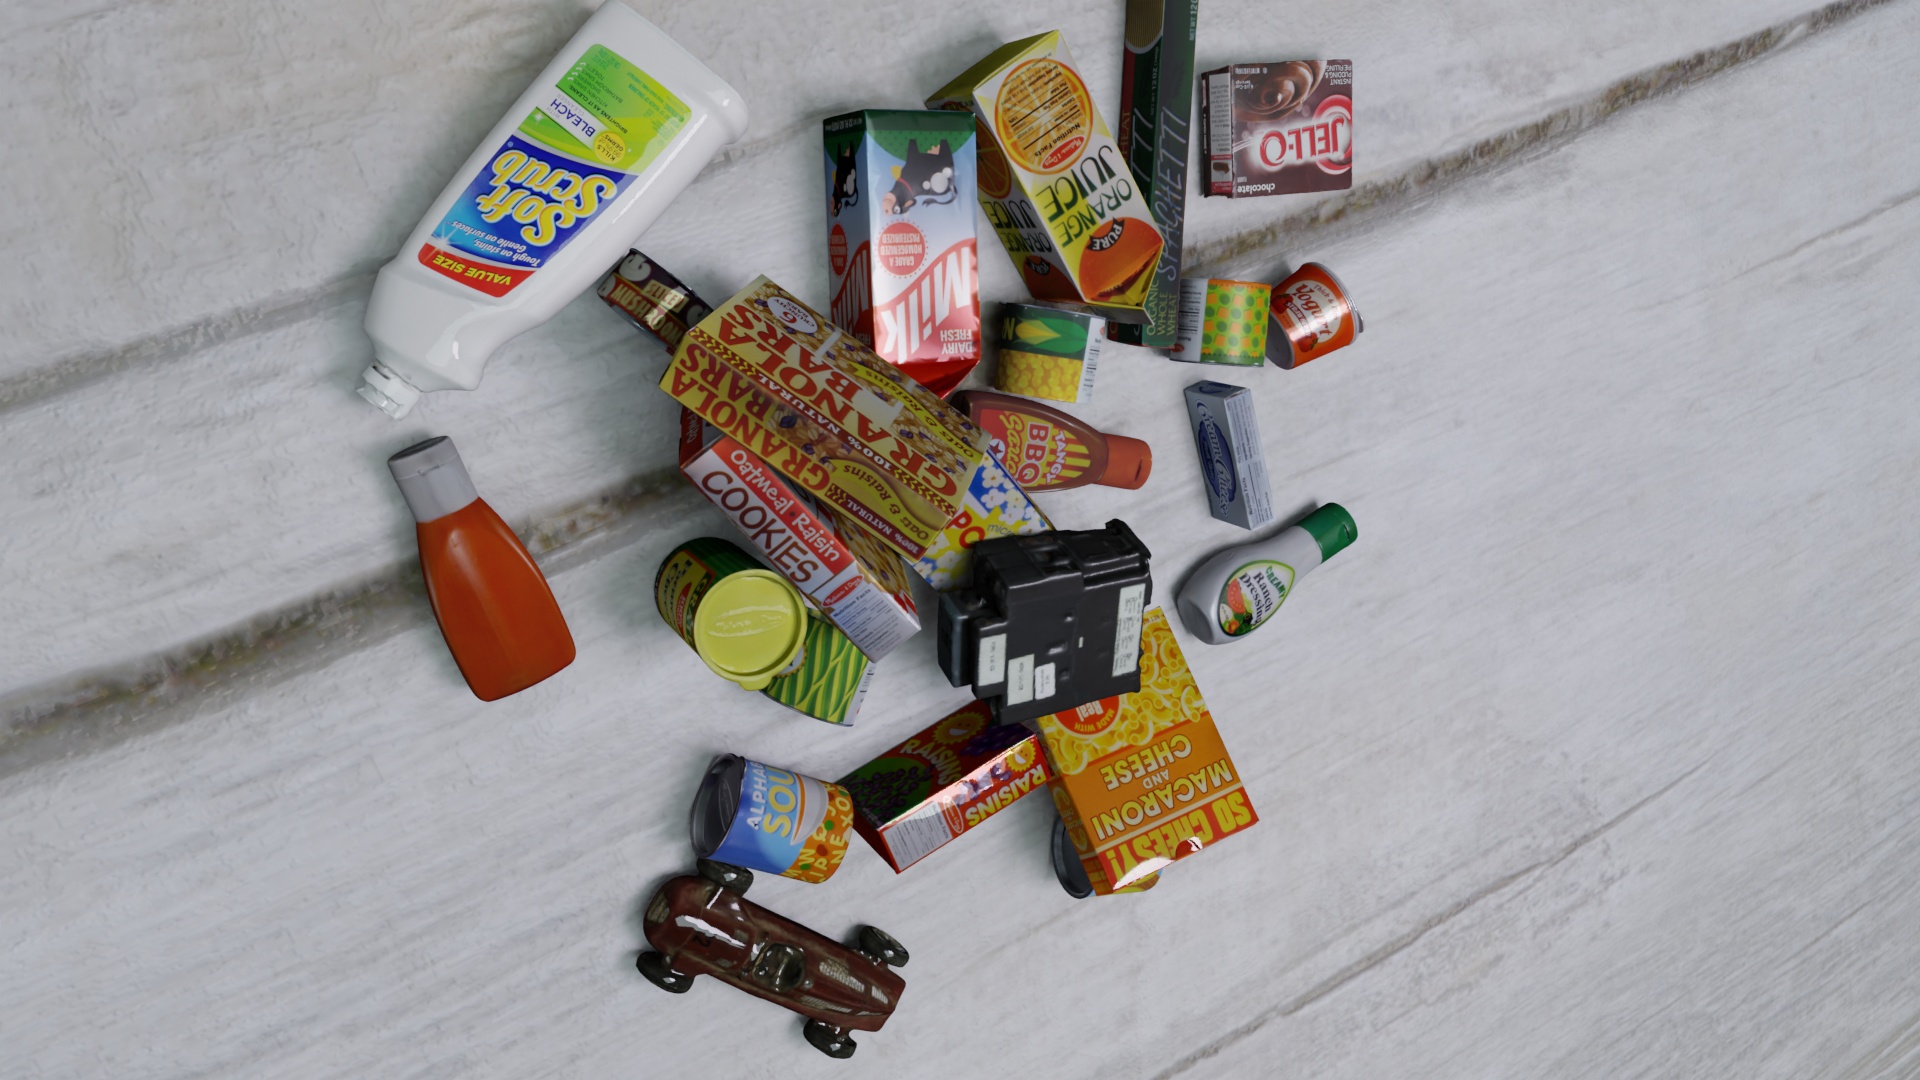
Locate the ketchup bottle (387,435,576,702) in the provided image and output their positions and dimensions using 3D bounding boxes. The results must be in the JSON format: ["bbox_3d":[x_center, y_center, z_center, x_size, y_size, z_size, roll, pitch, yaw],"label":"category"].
[{"bbox_3d":[-0.276,0.015,0.789,0.065,0.043,0.148,-27,111,-20],"label":"ketchup bottle"}]

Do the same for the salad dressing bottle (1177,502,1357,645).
[{"bbox_3d":[0.232,0.022,1.043,0.148,0.044,0.064,-32,114,-17],"label":"salad dressing bottle"}]

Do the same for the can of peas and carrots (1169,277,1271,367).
[{"bbox_3d":[0.183,-0.152,0.970,0.071,0.071,0.058,-1,101,-26],"label":"can of peas and carrots"}]

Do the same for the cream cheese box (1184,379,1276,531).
[{"bbox_3d":[0.195,-0.062,1.001,0.024,0.053,0.103,-22,110,-19],"label":"cream cheese box"}]

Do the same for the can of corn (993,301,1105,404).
[{"bbox_3d":[0.056,-0.123,0.914,0.071,0.071,0.058,5,99,-27],"label":"can of corn"}]

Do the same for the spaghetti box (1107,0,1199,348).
[{"bbox_3d":[0.129,-0.254,0.931,0.029,0.050,0.249,-3,102,-24],"label":"spaghetti box"}]

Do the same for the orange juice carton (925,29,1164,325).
[{"bbox_3d":[0.065,-0.220,0.894,0.073,0.072,0.192,-39,114,-14],"label":"orange juice carton"}]

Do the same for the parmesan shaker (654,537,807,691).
[{"bbox_3d":[-0.140,0.042,0.829,0.071,0.103,0.071,-5,103,-25],"label":"parmesan shaker"}]

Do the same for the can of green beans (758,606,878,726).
[{"bbox_3d":[-0.088,0.079,0.883,0.071,0.071,0.058,22,90,-28],"label":"can of green beans"}]

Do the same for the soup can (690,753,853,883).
[{"bbox_3d":[-0.119,0.177,0.886,0.084,0.071,0.071,22,91,-29],"label":"soup can"}]

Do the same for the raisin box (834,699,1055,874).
[{"bbox_3d":[-0.012,0.161,0.926,0.124,0.086,0.040,-29,110,-18],"label":"raisin box"}]

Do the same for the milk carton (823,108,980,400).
[{"bbox_3d":[-0.035,-0.164,0.855,0.073,0.072,0.190,-7,104,-25],"label":"milk carton"}]

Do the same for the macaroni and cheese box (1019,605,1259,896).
[{"bbox_3d":[0.117,0.145,0.970,0.124,0.040,0.166,-20,78,-21],"label":"macaroni and cheese box"}]

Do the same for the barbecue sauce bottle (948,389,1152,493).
[{"bbox_3d":[0.059,-0.061,0.939,0.149,0.044,0.064,7,107,-28],"label":"barbecue sauce bottle"}]

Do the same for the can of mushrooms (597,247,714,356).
[{"bbox_3d":[-0.172,-0.134,0.795,0.071,0.071,0.033,41,83,-27],"label":"can of mushrooms"}]

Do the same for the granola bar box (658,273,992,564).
[{"bbox_3d":[-0.070,-0.070,0.768,0.165,0.125,0.039,35,117,-5],"label":"granola bar box"}]

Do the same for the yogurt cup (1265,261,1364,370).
[{"bbox_3d":[0.245,-0.159,1.002,0.054,0.072,0.072,-31,113,-9],"label":"yogurt cup"}]

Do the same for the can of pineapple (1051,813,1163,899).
[{"bbox_3d":[0.108,0.224,1.008,0.058,0.071,0.071,2,100,-27],"label":"can of pineapple"}]

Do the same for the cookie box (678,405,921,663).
[{"bbox_3d":[-0.097,-0.020,0.824,0.040,0.123,0.167,-37,116,8],"label":"cookie box"}]

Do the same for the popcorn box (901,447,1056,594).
[{"bbox_3d":[0.003,-0.011,0.894,0.085,0.038,0.126,-38,133,5],"label":"popcorn box"}]
